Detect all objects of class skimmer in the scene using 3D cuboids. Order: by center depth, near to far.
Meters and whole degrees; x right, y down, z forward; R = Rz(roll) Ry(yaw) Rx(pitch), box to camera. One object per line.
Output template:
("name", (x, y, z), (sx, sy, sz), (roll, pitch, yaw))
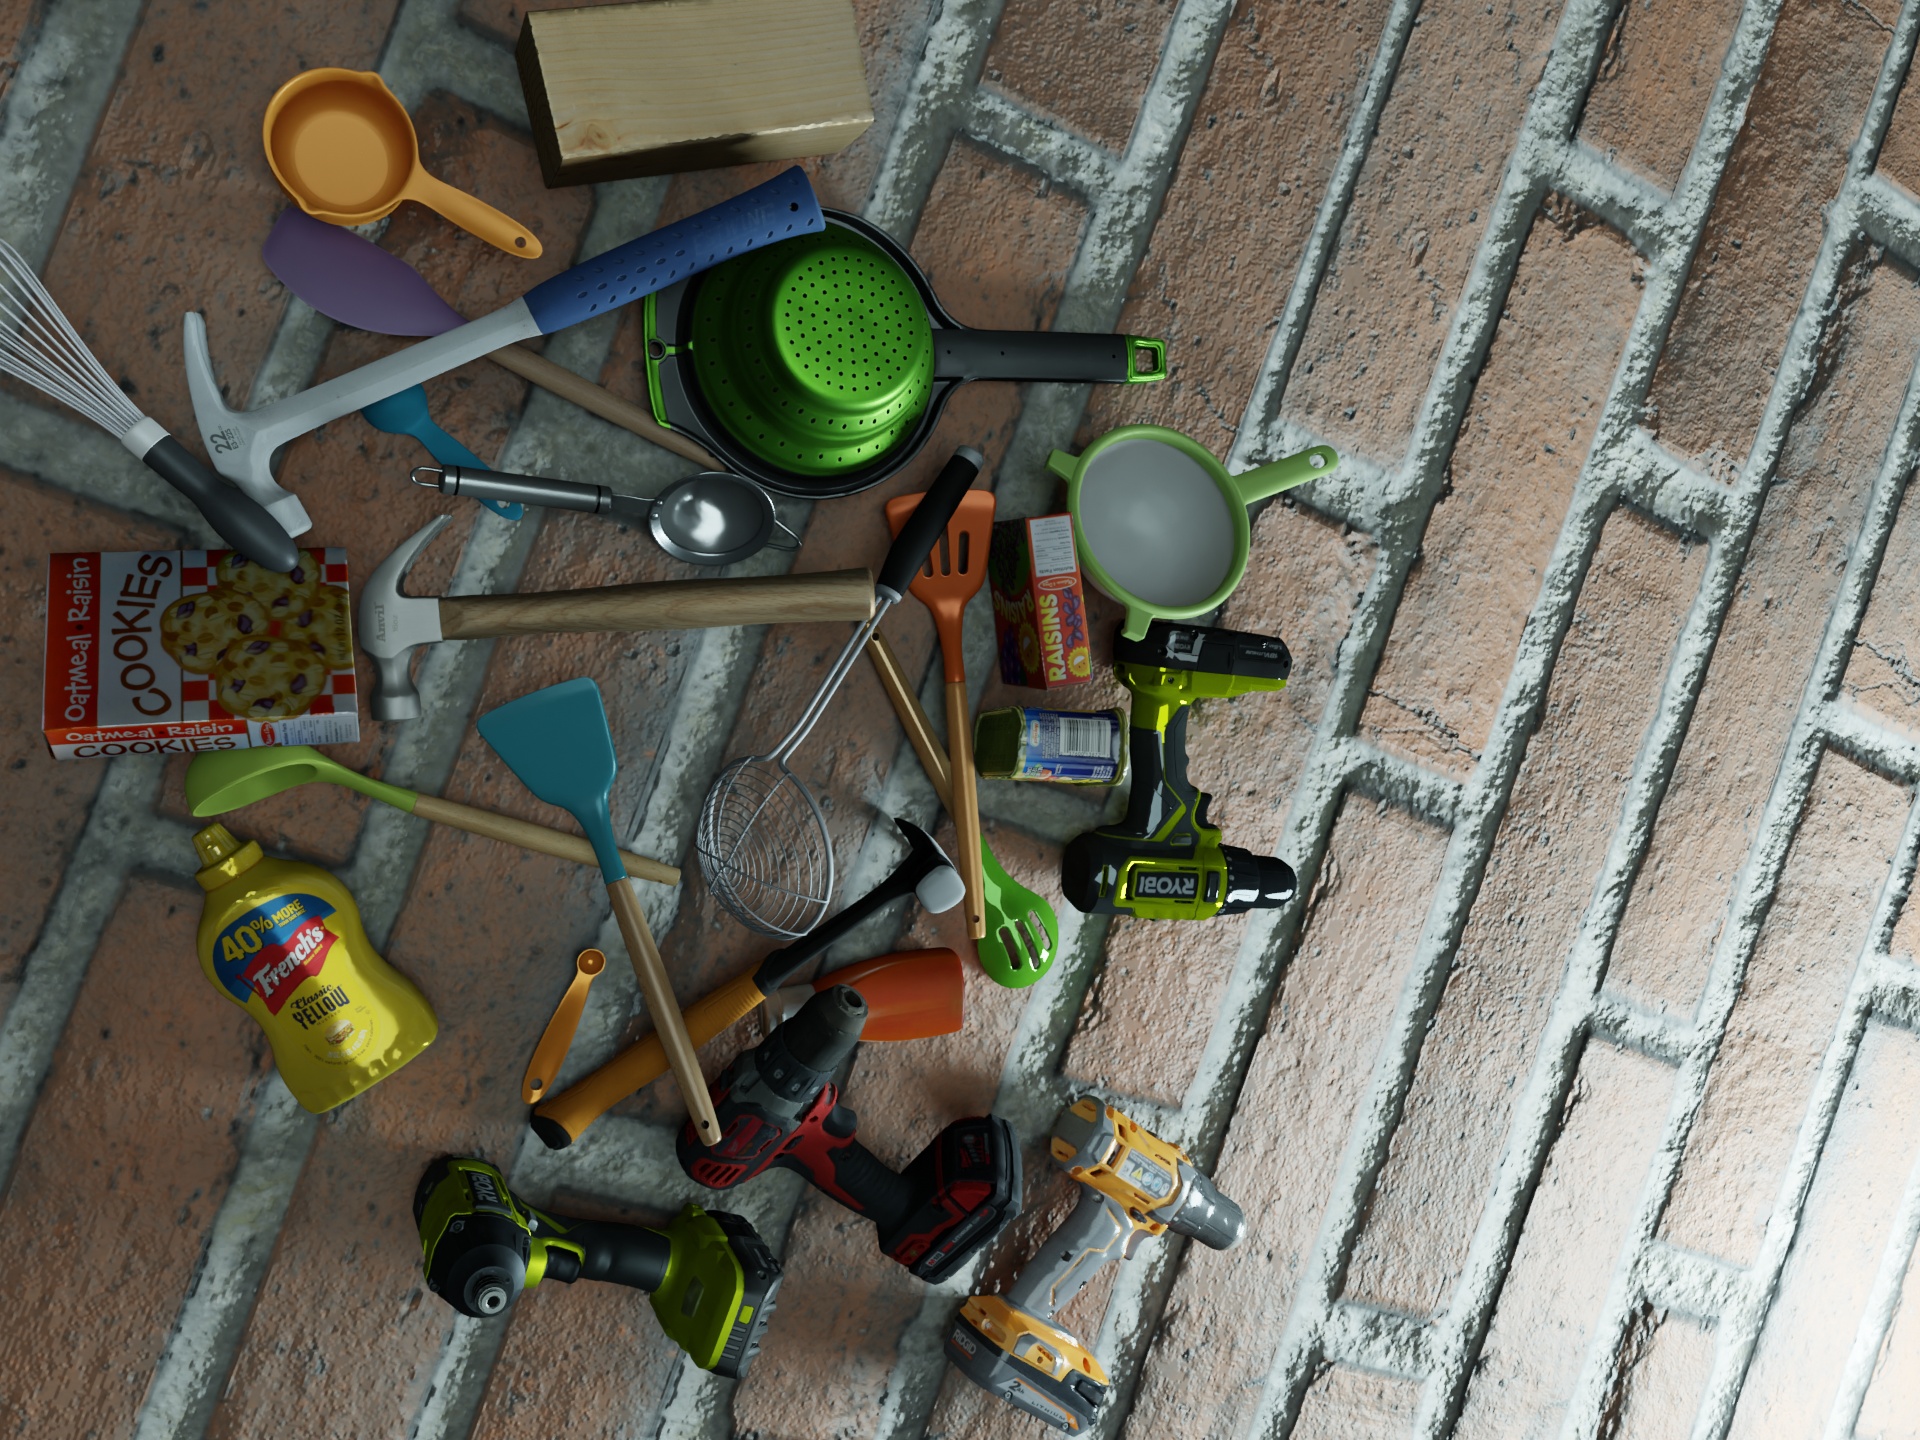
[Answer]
("skimmer", (-0.069, -0.023, 1.110), (0.363, 0.127, 0.090), (-59, 141, -13))

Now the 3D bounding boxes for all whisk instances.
("whisk", (-0.504, -0.189, 0.933), (0.284, 0.070, 0.070), (44, 79, -15))

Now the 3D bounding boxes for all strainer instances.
("strainer", (-0.229, -0.147, 1.050), (0.258, 0.086, 0.050), (4, 49, -28))
("strainer", (0.179, -0.158, 1.211), (0.256, 0.069, 0.151), (-23, 85, -28))

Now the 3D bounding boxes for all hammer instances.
("hammer", (-0.280, -0.254, 0.991), (0.405, 0.035, 0.144), (-25, 108, -5))
("hammer", (-0.222, -0.076, 1.044), (0.331, 0.031, 0.130), (-4, 96, -8))
("hammer", (-0.152, 0.186, 1.108), (0.337, 0.127, 0.034), (-34, 108, -5))

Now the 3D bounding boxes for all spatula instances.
("spatula", (-0.295, -0.237, 1.041), (0.315, 0.018, 0.060), (25, 69, -22))
("spatula", (-0.220, 0.131, 1.043), (0.082, 0.044, 0.317), (-21, 88, -2))
("spatula", (-0.002, -0.004, 1.149), (0.081, 0.041, 0.322), (-5, 87, -4))

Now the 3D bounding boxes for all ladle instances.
("ladle", (-0.334, 0.072, 1.039), (0.320, 0.078, 0.062), (20, 61, -27))

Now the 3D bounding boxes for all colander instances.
("colander", (-0.014, -0.262, 1.101), (0.397, 0.094, 0.204), (-4, 91, -23))

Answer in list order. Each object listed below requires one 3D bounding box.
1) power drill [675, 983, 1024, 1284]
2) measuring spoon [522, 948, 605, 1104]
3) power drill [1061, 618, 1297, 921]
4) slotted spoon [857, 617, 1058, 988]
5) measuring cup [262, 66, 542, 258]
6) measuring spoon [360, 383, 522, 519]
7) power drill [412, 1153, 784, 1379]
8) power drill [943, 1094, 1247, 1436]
("power drill", (-0.063, 0.287, 1.117), (0.226, 0.080, 0.188), (31, 116, -20))
("measuring spoon", (-0.276, 0.211, 1.099), (0.021, 0.011, 0.117), (24, 90, -22))
("power drill", (0.184, 0.043, 1.225), (0.190, 0.080, 0.228), (5, 96, -21))
("slotted spoon", (-0.004, 0.065, 1.181), (0.070, 0.031, 0.313), (-30, 104, -19))
("measuring cup", (-0.347, -0.333, 0.996), (0.173, 0.052, 0.095), (26, 86, -23))
("measuring spoon", (-0.333, -0.177, 1.030), (0.128, 0.021, 0.042), (44, 79, -17))
("power drill", (-0.239, 0.359, 1.043), (0.223, 0.171, 0.080), (22, 87, -25))
("power drill", (0.113, 0.429, 1.235), (0.185, 0.084, 0.226), (36, 77, -22))
